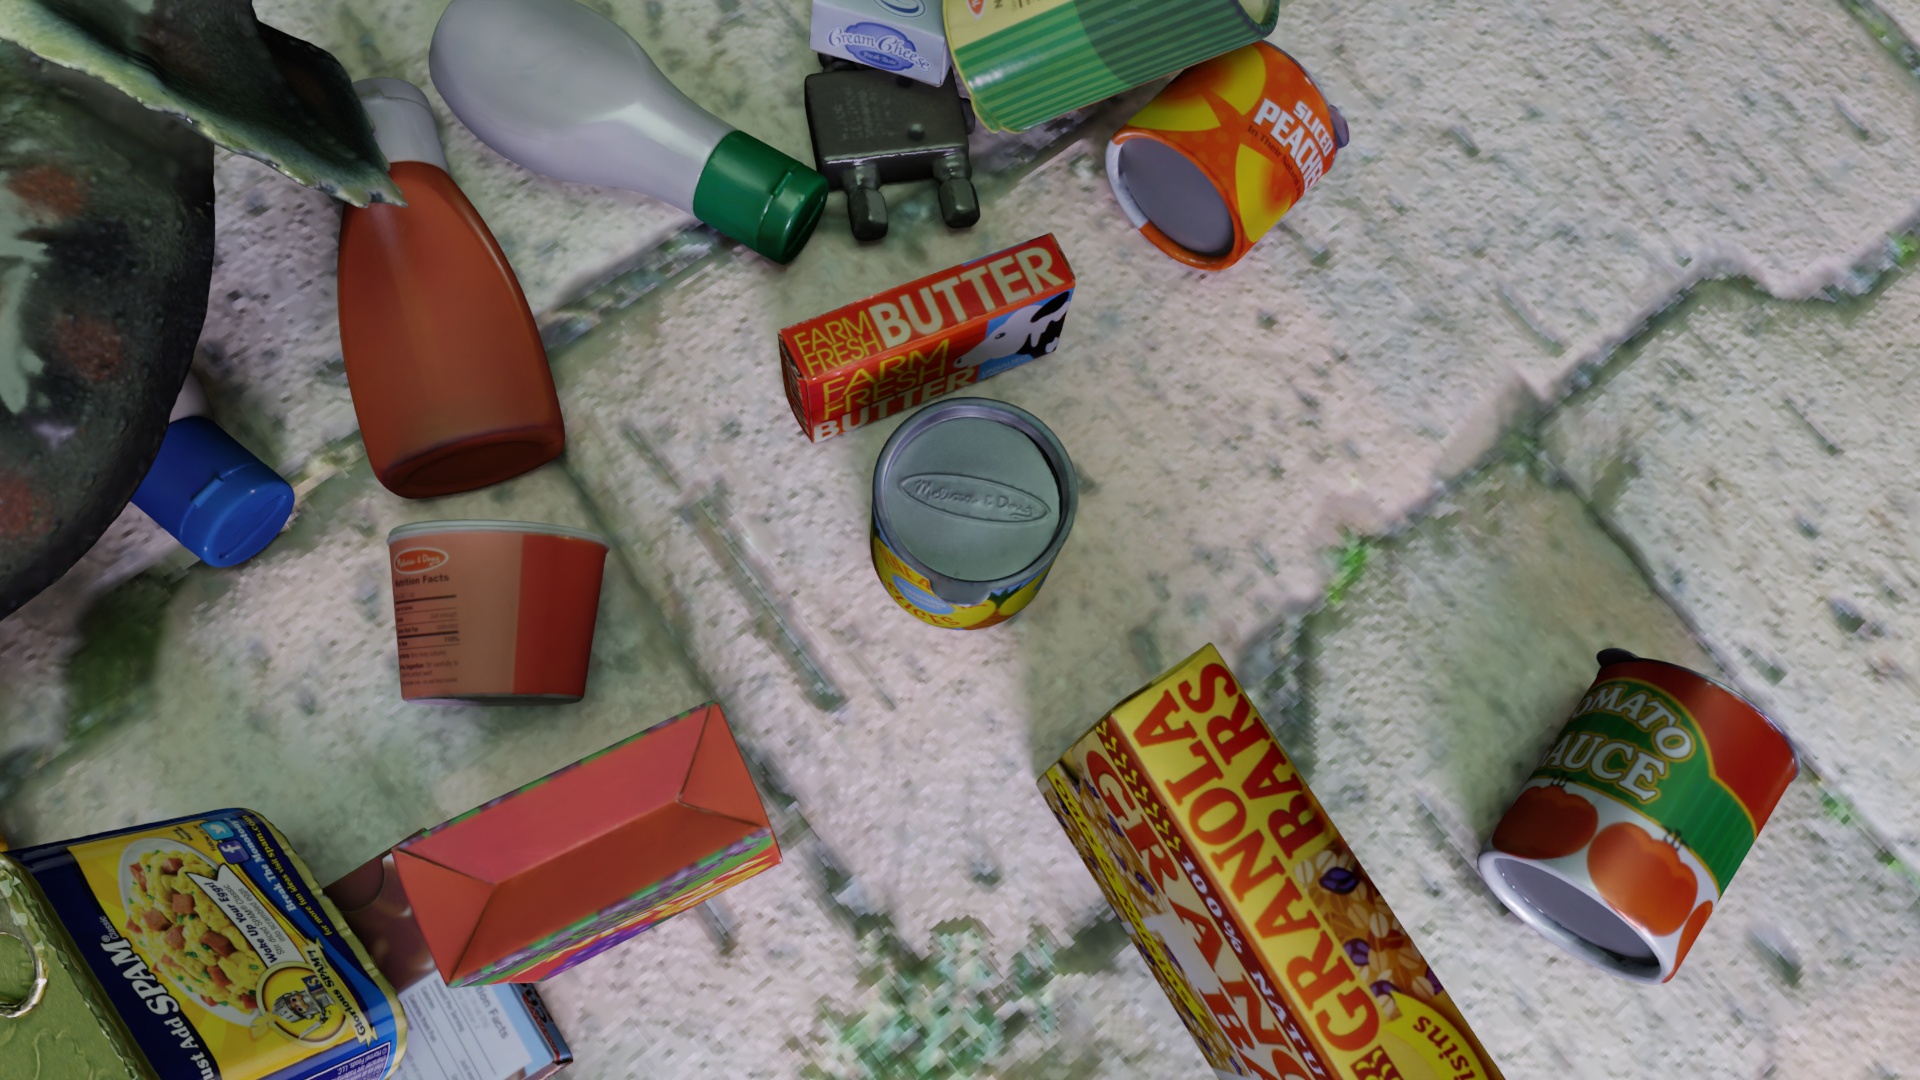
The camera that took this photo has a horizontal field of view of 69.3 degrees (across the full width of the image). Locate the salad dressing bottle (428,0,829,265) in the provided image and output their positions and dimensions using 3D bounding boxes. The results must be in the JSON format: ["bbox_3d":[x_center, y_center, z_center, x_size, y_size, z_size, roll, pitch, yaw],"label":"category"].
[{"bbox_3d":[-0.121,-0.152,0.513,0.148,0.044,0.064,29,71,3],"label":"salad dressing bottle"}]

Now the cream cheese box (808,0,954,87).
[{"bbox_3d":[-0.019,-0.223,0.542,0.053,0.024,0.104,16,55,2],"label":"cream cheese box"}]

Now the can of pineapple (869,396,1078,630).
[{"bbox_3d":[0.002,-0.006,0.468,0.071,0.057,0.071,1,72,-4],"label":"can of pineapple"}]

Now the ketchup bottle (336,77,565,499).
[{"bbox_3d":[-0.188,-0.092,0.486,0.065,0.043,0.149,-17,74,-11],"label":"ketchup bottle"}]

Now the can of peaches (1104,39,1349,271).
[{"bbox_3d":[0.098,-0.142,0.515,0.071,0.071,0.058,43,74,9],"label":"can of peaches"}]

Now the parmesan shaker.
[{"bbox_3d":[0.054,-0.192,0.496,0.103,0.071,0.071,-10,68,34],"label":"parmesan shaker"}]

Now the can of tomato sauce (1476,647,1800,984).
[{"bbox_3d":[0.218,0.089,0.452,0.071,0.071,0.083,39,74,8],"label":"can of tomato sauce"}]

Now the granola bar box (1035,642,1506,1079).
[{"bbox_3d":[0.088,0.122,0.399,0.039,0.123,0.166,-29,77,-14],"label":"granola bar box"}]

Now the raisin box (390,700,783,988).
[{"bbox_3d":[-0.097,0.089,0.393,0.086,0.123,0.040,-25,77,-13],"label":"raisin box"}]

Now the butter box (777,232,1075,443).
[{"bbox_3d":[-0.012,-0.070,0.490,0.104,0.053,0.024,-22,74,-12],"label":"butter box"}]

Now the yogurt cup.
[{"bbox_3d":[-0.147,0.025,0.442,0.072,0.072,0.054,0,80,-5],"label":"yogurt cup"}]

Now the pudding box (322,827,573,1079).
[{"bbox_3d":[-0.161,0.136,0.421,0.050,0.030,0.084,-32,78,-13],"label":"pudding box"}]

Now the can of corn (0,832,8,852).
[{"bbox_3d":[-0.325,0.087,0.405,0.058,0.071,0.071,44,74,9],"label":"can of corn"}]

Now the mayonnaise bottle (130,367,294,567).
[{"bbox_3d":[-0.292,-0.049,0.465,0.148,0.041,0.065,37,73,6],"label":"mayonnaise bottle"}]
